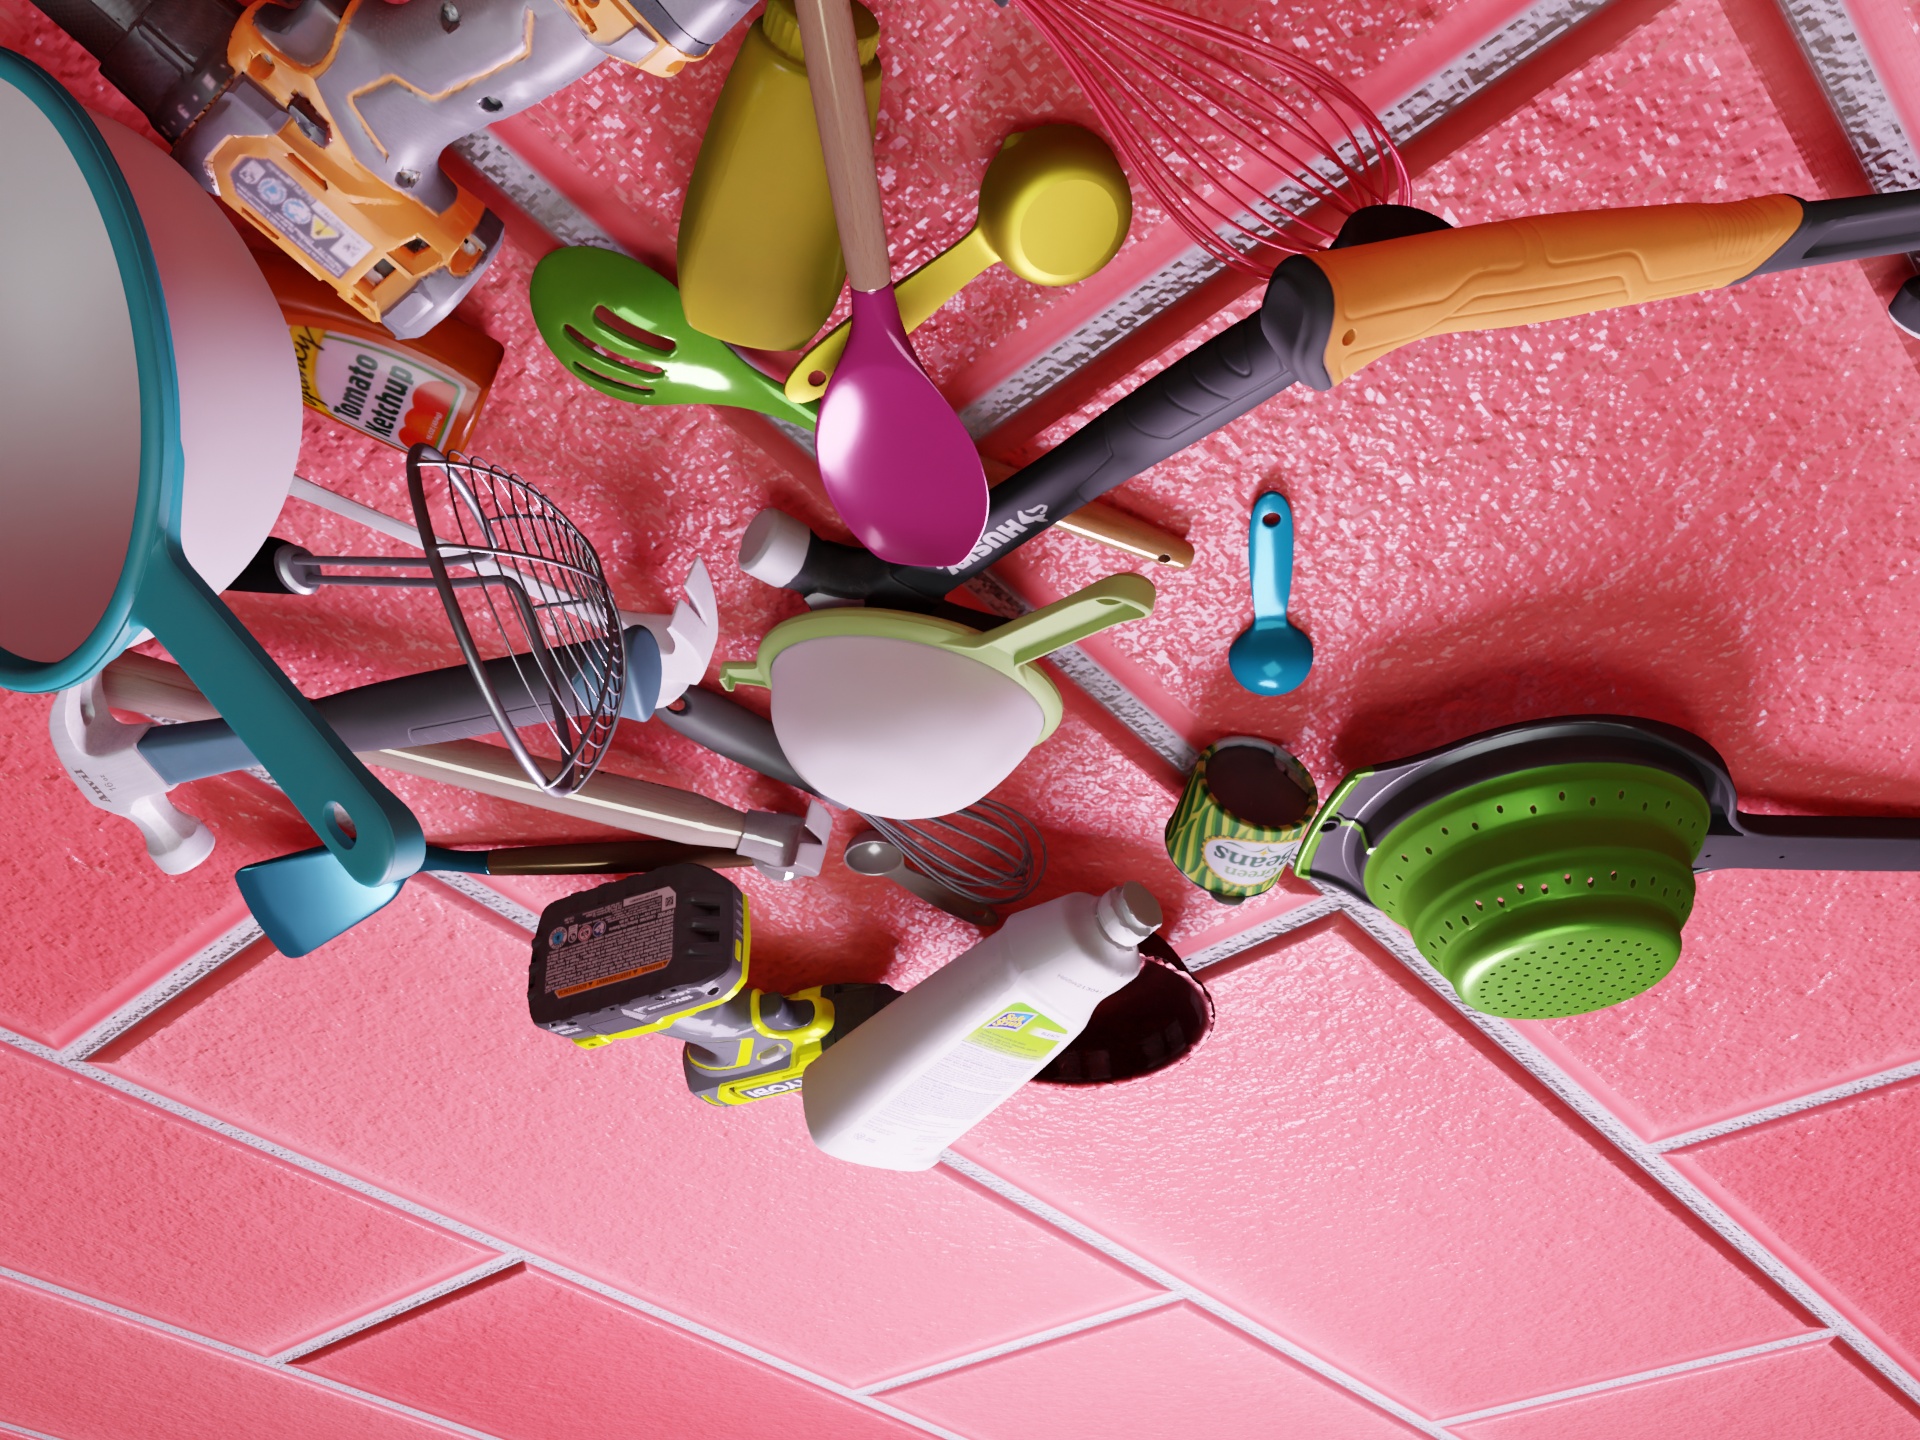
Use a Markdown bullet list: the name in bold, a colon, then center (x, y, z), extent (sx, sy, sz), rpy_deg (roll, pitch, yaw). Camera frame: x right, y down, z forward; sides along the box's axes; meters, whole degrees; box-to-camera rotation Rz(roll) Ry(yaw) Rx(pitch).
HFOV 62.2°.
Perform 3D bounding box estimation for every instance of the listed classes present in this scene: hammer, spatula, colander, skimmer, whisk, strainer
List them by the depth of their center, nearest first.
- **hammer**: center (0.249, -0.163, 0.525), extent (0.337, 0.034, 0.127), rpy_deg (-14, 141, -21)
- **whisk**: center (0.036, -0.238, 0.536), extent (0.295, 0.073, 0.073), rpy_deg (29, 131, -19)
- **strainer**: center (-0.258, -0.077, 0.543), extent (0.340, 0.095, 0.211), rpy_deg (45, 120, 18)
- **skimmer**: center (-0.254, -0.045, 0.624), extent (0.363, 0.090, 0.127), rpy_deg (6, 126, 40)
- **hammer**: center (0.058, -0.102, 0.642), extent (0.146, 0.035, 0.335), rpy_deg (26, 146, -31)
- **hammer**: center (-0.293, -0.107, 0.684), extent (0.405, 0.035, 0.144), rpy_deg (24, 161, -16)
- **strainer**: center (-0.001, -0.002, 0.721), extent (0.151, 0.069, 0.256), rpy_deg (23, 156, -27)
- **hammer**: center (-0.279, 0.002, 0.725), extent (0.331, 0.033, 0.128), rpy_deg (-9, 129, 22)
- **hammer**: center (-0.267, 0.016, 0.803), extent (0.410, 0.038, 0.146), rpy_deg (14, 170, -7)
- **colander**: center (0.381, 0.093, 0.825), extent (0.397, 0.095, 0.204), rpy_deg (2, 145, -7)
- **whisk**: center (-0.057, 0.034, 0.847), extent (0.238, 0.055, 0.055), rpy_deg (27, 132, -18)
- **spatula**: center (-0.246, 0.090, 0.915), extent (0.317, 0.044, 0.082), rpy_deg (-3, 133, 5)

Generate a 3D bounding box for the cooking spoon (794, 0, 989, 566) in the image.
- **cooking spoon**: center (-0.034, -0.174, 0.545), extent (0.069, 0.017, 0.318), rpy_deg (6, 139, 14)

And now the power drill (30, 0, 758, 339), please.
- **power drill**: center (-0.193, -0.247, 0.526), extent (0.226, 0.084, 0.185), rpy_deg (-26, 129, 33)

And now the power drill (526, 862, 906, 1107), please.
- **power drill**: center (-0.132, 0.167, 0.951), extent (0.171, 0.080, 0.223), rpy_deg (-18, 147, 22)

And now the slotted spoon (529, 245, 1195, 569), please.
- **slotted spoon**: center (-0.034, -0.122, 0.688), extent (0.313, 0.031, 0.070), rpy_deg (18, 140, -19)

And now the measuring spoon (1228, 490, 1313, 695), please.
- **measuring spoon**: center (0.148, -0.054, 0.754), extent (0.042, 0.021, 0.128), rpy_deg (-4, 138, 7)

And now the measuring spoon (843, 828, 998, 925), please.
- **measuring spoon**: center (-0.020, 0.092, 0.931), extent (0.034, 0.018, 0.124), rpy_deg (-30, 135, 30)

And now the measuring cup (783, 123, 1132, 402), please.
- **measuring cup**: center (-0.003, -0.164, 0.607), extent (0.156, 0.029, 0.062), rpy_deg (-34, 134, 11)
